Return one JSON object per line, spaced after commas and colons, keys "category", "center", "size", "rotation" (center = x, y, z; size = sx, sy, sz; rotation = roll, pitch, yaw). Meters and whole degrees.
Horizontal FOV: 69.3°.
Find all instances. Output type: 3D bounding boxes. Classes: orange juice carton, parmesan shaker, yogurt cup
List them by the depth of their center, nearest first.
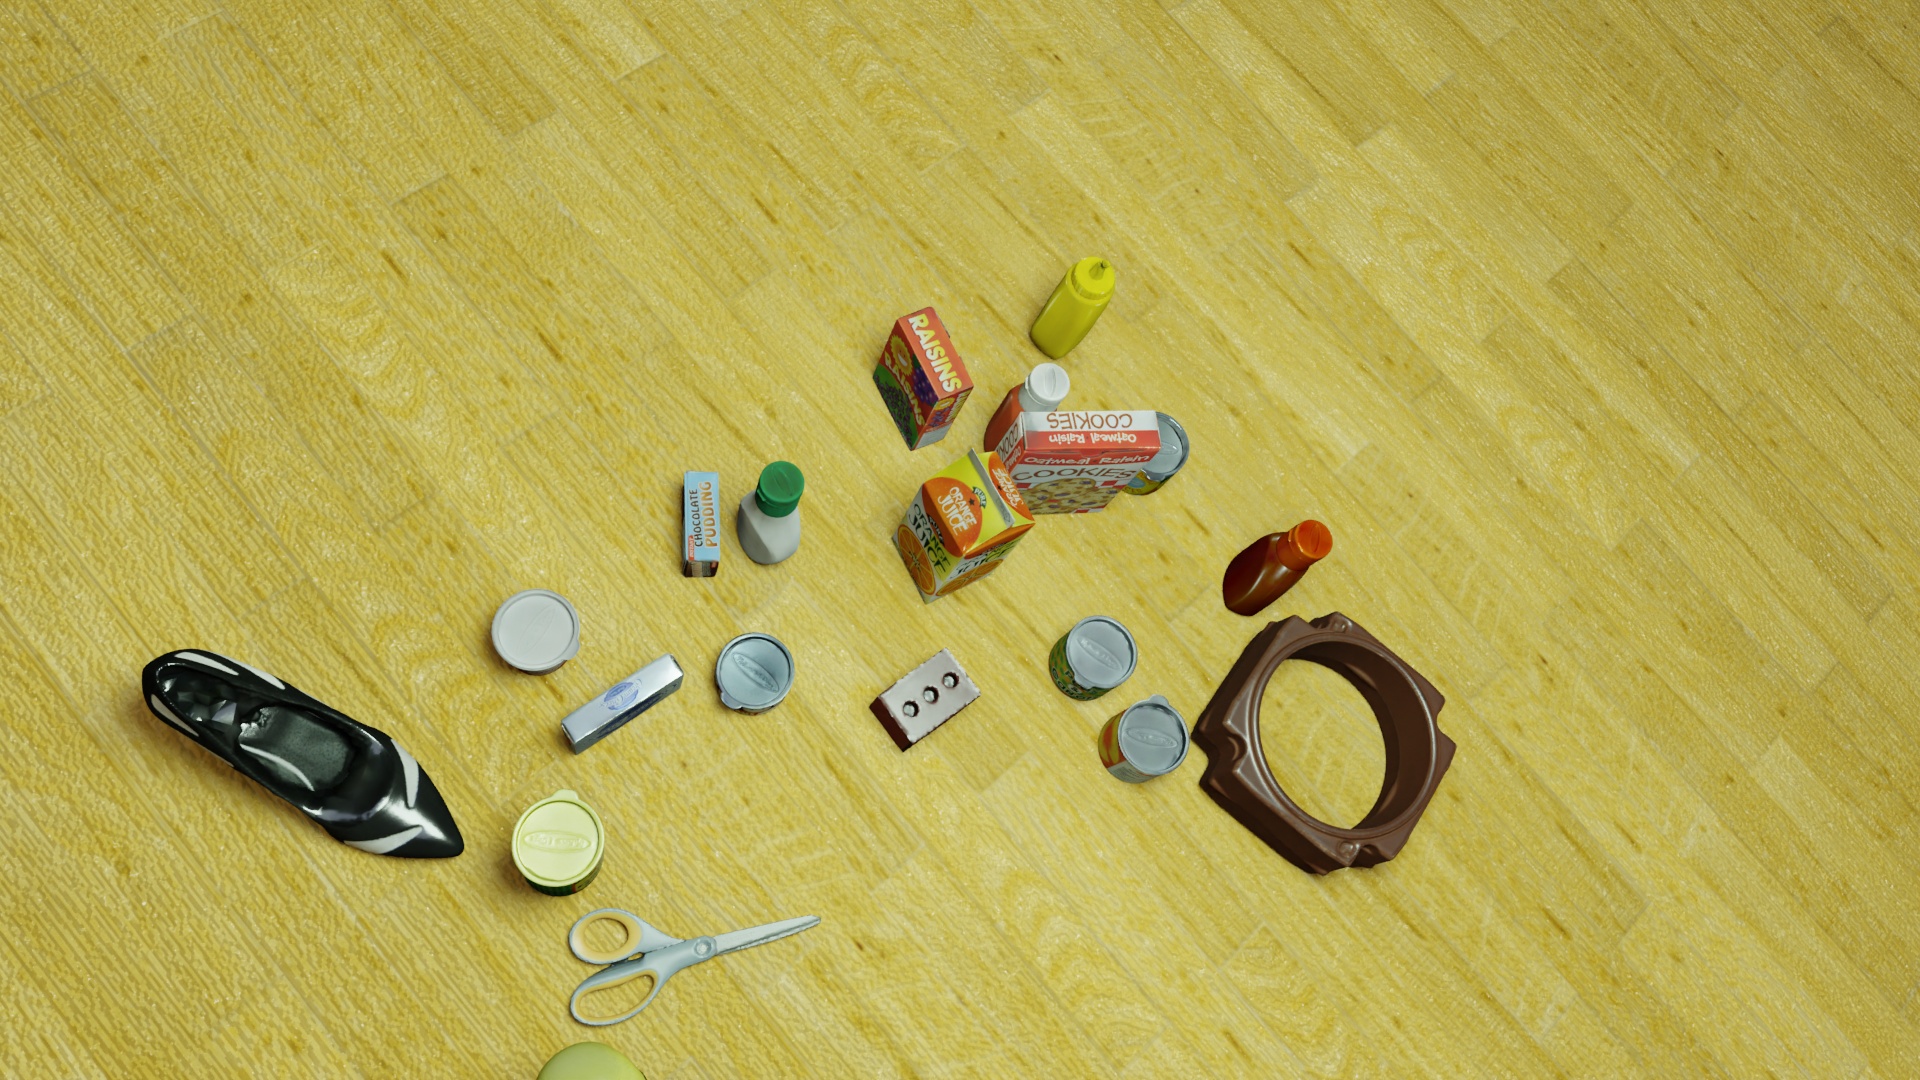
{"category": "parmesan shaker", "center": [-0.307, 0.234, 1.069], "size": [0.071, 0.102, 0.071], "rotation": [4, 71, -12]}
{"category": "yogurt cup", "center": [-0.347, 0.079, 1.140], "size": [0.072, 0.053, 0.072], "rotation": [4, 70, -12]}
{"category": "orange juice carton", "center": [0.004, -0.015, 1.185], "size": [0.073, 0.192, 0.072], "rotation": [-24, 79, -20]}

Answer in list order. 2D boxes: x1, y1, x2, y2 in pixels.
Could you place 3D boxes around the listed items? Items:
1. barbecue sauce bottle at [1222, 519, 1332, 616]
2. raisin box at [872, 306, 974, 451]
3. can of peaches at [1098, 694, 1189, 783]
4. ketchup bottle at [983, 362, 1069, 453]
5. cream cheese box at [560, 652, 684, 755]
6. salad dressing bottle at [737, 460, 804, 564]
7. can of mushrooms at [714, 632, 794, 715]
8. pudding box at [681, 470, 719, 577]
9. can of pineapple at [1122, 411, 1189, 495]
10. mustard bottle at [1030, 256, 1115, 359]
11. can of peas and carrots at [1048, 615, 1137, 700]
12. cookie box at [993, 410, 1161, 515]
{"category": "barbecue sauce bottle", "center": [0.288, 0.021, 1.267], "size": [0.044, 0.148, 0.065], "rotation": [19, 68, -7]}
{"category": "raisin box", "center": [-0.035, -0.145, 1.259], "size": [0.040, 0.123, 0.086], "rotation": [-23, 78, -20]}
{"category": "can of peaches", "center": [0.162, 0.177, 1.230], "size": [0.071, 0.058, 0.071], "rotation": [4, 70, -12]}
{"category": "ketchup bottle", "center": [0.059, -0.113, 1.257], "size": [0.043, 0.148, 0.065], "rotation": [5, 70, -12]}
{"category": "cream cheese box", "center": [-0.277, 0.134, 1.139], "size": [0.104, 0.053, 0.024], "rotation": [-33, 82, -22]}
{"category": "salad dressing bottle", "center": [-0.158, -0.024, 1.172], "size": [0.044, 0.147, 0.064], "rotation": [-29, 81, -21]}
{"category": "can of mushrooms", "center": [-0.177, 0.116, 1.181], "size": [0.071, 0.033, 0.071], "rotation": [4, 70, -12]}
{"category": "pudding box", "center": [-0.226, -0.014, 1.205], "size": [0.030, 0.049, 0.084], "rotation": [0, 71, -14]}
{"category": "can of pineapple", "center": [0.176, -0.081, 1.324], "size": [0.071, 0.057, 0.071], "rotation": [4, 70, -12]}
{"category": "mustard bottle", "center": [0.112, -0.227, 1.304], "size": [0.049, 0.159, 0.065], "rotation": [41, 67, 2]}
{"category": "can of peas and carrots", "center": [0.117, 0.108, 1.243], "size": [0.071, 0.058, 0.071], "rotation": [4, 70, -12]}
{"category": "cookie box", "center": [0.092, -0.066, 1.239], "size": [0.123, 0.166, 0.040], "rotation": [-2, 72, -15]}
